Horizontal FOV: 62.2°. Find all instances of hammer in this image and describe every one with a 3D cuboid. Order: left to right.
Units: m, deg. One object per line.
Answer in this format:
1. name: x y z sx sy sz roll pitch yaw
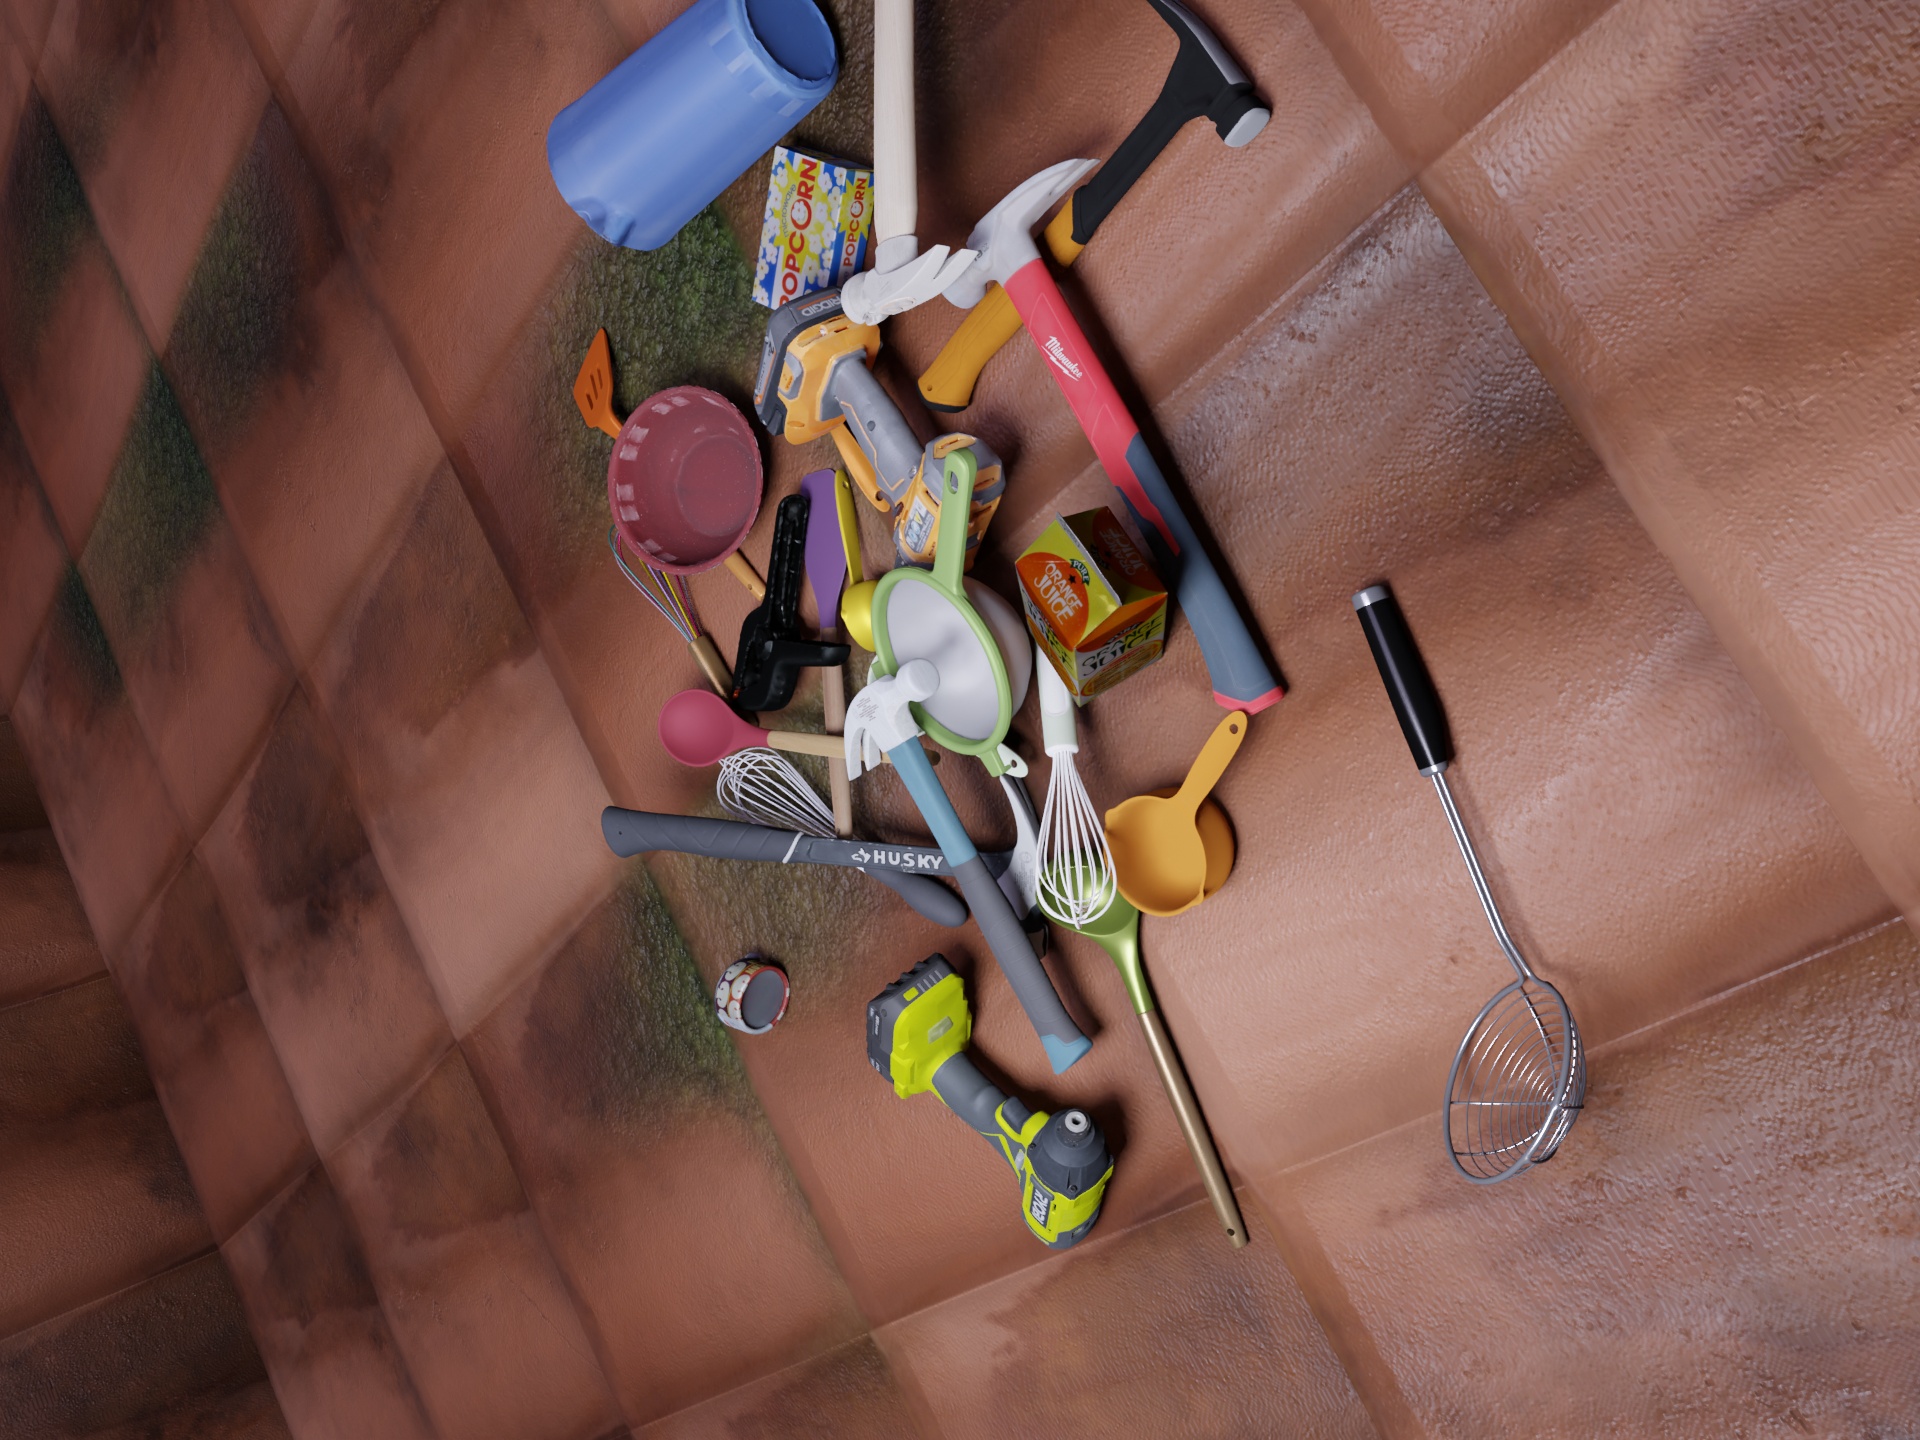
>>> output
1. hammer: -0.121 0.102 1.313 0.409 0.036 0.149 4 100 22
2. hammer: -0.042 -0.498 1.119 0.146 0.038 0.410 -3 88 61
3. hammer: 0.010 0.118 1.203 0.128 0.033 0.331 -26 93 52
4. hammer: 0.067 -0.343 1.115 0.336 0.034 0.127 -44 71 39
5. hammer: 0.124 -0.184 1.074 0.143 0.038 0.386 -33 84 40

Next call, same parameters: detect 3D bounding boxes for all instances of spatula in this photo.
1. spatula: -0.268 -0.227 1.456 0.323 0.041 0.081 49 128 17
2. spatula: -0.106 -0.052 1.331 0.060 0.018 0.316 -4 89 45

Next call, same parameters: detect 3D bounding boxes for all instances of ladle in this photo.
1. ladle: -0.140 0.016 1.334 0.315 0.031 0.069 6 94 39
2. ladle: 0.142 0.244 1.178 0.078 0.062 0.320 -24 87 32

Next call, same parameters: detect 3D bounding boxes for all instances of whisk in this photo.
1. whisk: -0.254 -0.091 1.462 0.047 0.051 0.245 -40 76 35
2. whisk: -0.106 0.102 1.368 0.285 0.070 0.070 30 119 28
3. whisk: 0.074 0.029 1.148 0.058 0.059 0.246 -9 70 11

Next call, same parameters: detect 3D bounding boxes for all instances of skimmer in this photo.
1. skimmer: 0.291 0.095 0.982 0.127 0.090 0.363 138 114 -73

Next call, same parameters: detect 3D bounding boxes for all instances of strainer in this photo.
1. strainer: 0.008 -0.093 1.147 0.152 0.069 0.256 39 142 31

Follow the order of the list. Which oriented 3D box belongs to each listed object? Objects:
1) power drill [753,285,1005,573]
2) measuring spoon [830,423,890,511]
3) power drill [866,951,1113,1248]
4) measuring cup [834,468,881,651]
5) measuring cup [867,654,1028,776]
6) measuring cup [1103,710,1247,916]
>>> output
1. power drill: -0.065 -0.196 1.224 0.226 0.084 0.185 51 149 17
2. measuring spoon: -0.087 -0.220 1.303 0.021 0.011 0.117 -37 78 32
3. power drill: 0.026 0.295 1.251 0.223 0.080 0.171 41 149 28
4. measuring cup: -0.076 -0.134 1.292 0.029 0.062 0.156 -17 78 32
5. measuring cup: -0.002 -0.004 1.261 0.168 0.038 0.083 34 121 27
6. measuring cup: 0.168 0.058 1.111 0.095 0.052 0.173 43 124 26
